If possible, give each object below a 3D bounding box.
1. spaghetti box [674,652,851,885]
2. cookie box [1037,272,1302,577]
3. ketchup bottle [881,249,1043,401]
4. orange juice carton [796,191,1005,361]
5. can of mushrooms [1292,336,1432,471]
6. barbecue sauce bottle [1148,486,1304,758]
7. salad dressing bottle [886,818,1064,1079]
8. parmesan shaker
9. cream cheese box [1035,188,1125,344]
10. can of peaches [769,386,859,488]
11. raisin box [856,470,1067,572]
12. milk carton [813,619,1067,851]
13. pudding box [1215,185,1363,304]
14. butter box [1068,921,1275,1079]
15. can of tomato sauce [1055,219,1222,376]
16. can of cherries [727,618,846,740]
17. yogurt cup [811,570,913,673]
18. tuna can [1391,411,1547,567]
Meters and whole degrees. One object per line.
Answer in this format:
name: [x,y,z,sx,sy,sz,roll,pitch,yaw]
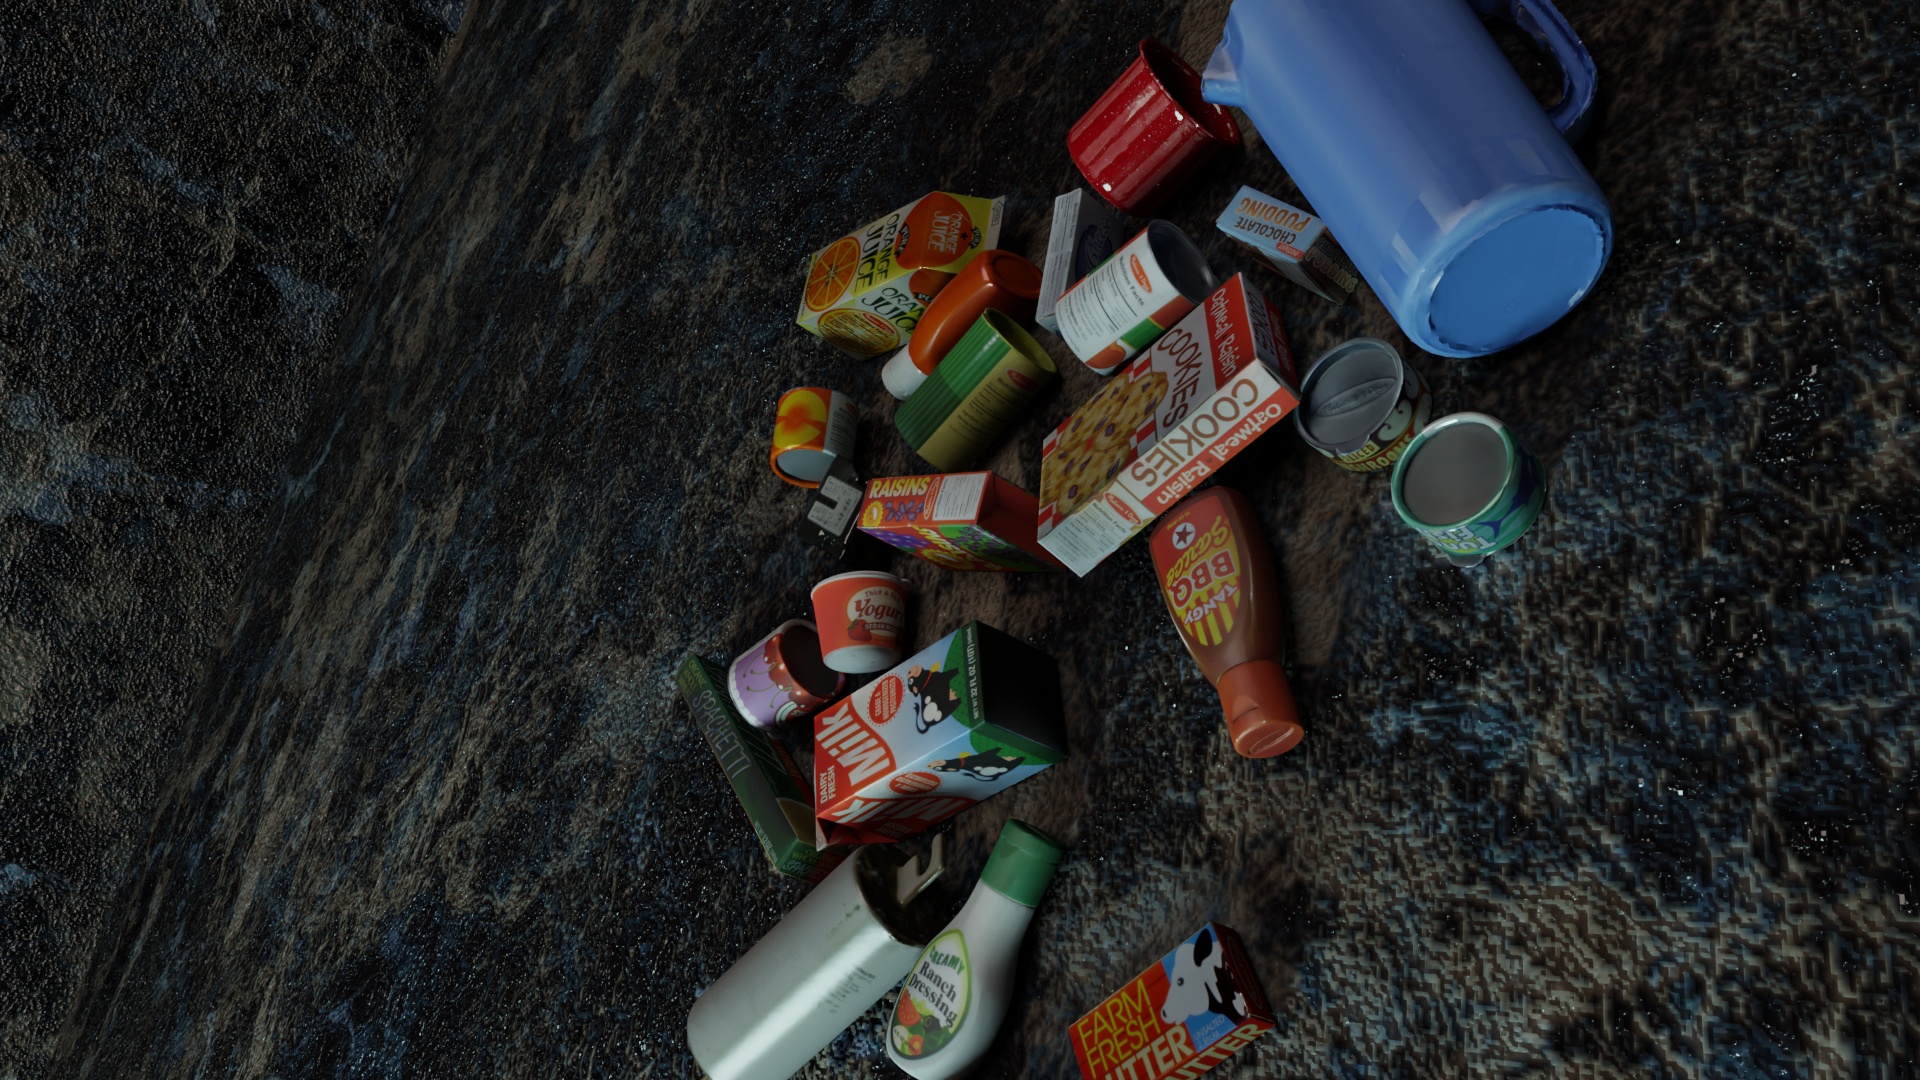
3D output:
spaghetti box: [-0.149,0.160,1.010,0.028,0.050,0.251,-54,37,7]
cookie box: [0.119,-0.069,0.819,0.167,0.040,0.123,-40,21,26]
ketchup bottle: [-0.003,-0.155,1.032,0.148,0.065,0.044,-37,54,41]
orange juice carton: [-0.038,-0.211,1.096,0.192,0.073,0.072,-14,57,44]
can of mushrooms: [0.215,-0.070,0.743,0.071,0.033,0.071,-27,48,36]
barbecue sauce bottle: [0.146,0.044,0.743,0.064,0.043,0.149,-39,43,31]
salad dressing bottle: [0.011,0.230,0.782,0.064,0.044,0.147,23,86,52]
parmesan shaker: [0.007,-0.105,0.976,0.102,0.071,0.071,-46,40,20]
cream cheese box: [0.083,-0.184,0.953,0.024,0.053,0.104,-13,58,43]
can of peaches: [-0.119,-0.081,1.113,0.071,0.071,0.058,-22,53,40]
raisin box: [0.003,-0.011,0.910,0.123,0.086,0.040,-1,69,49]
milk carton: [-0.030,0.130,0.869,0.190,0.073,0.073,-33,46,33]
pudding box: [0.195,-0.175,0.819,0.030,0.049,0.084,-54,37,8]
butter box: [0.102,0.239,0.685,0.103,0.024,0.053,-44,40,21]
can of tomato sauce: [0.113,-0.152,0.886,0.082,0.071,0.071,-35,44,37]
can of cherries: [-0.124,0.101,1.007,0.058,0.071,0.072,-36,44,29]
yogurt cup: [-0.069,0.059,0.971,0.072,0.072,0.054,-27,57,38]
tuna can: [0.246,-0.025,0.677,0.071,0.033,0.071,-28,48,36]
